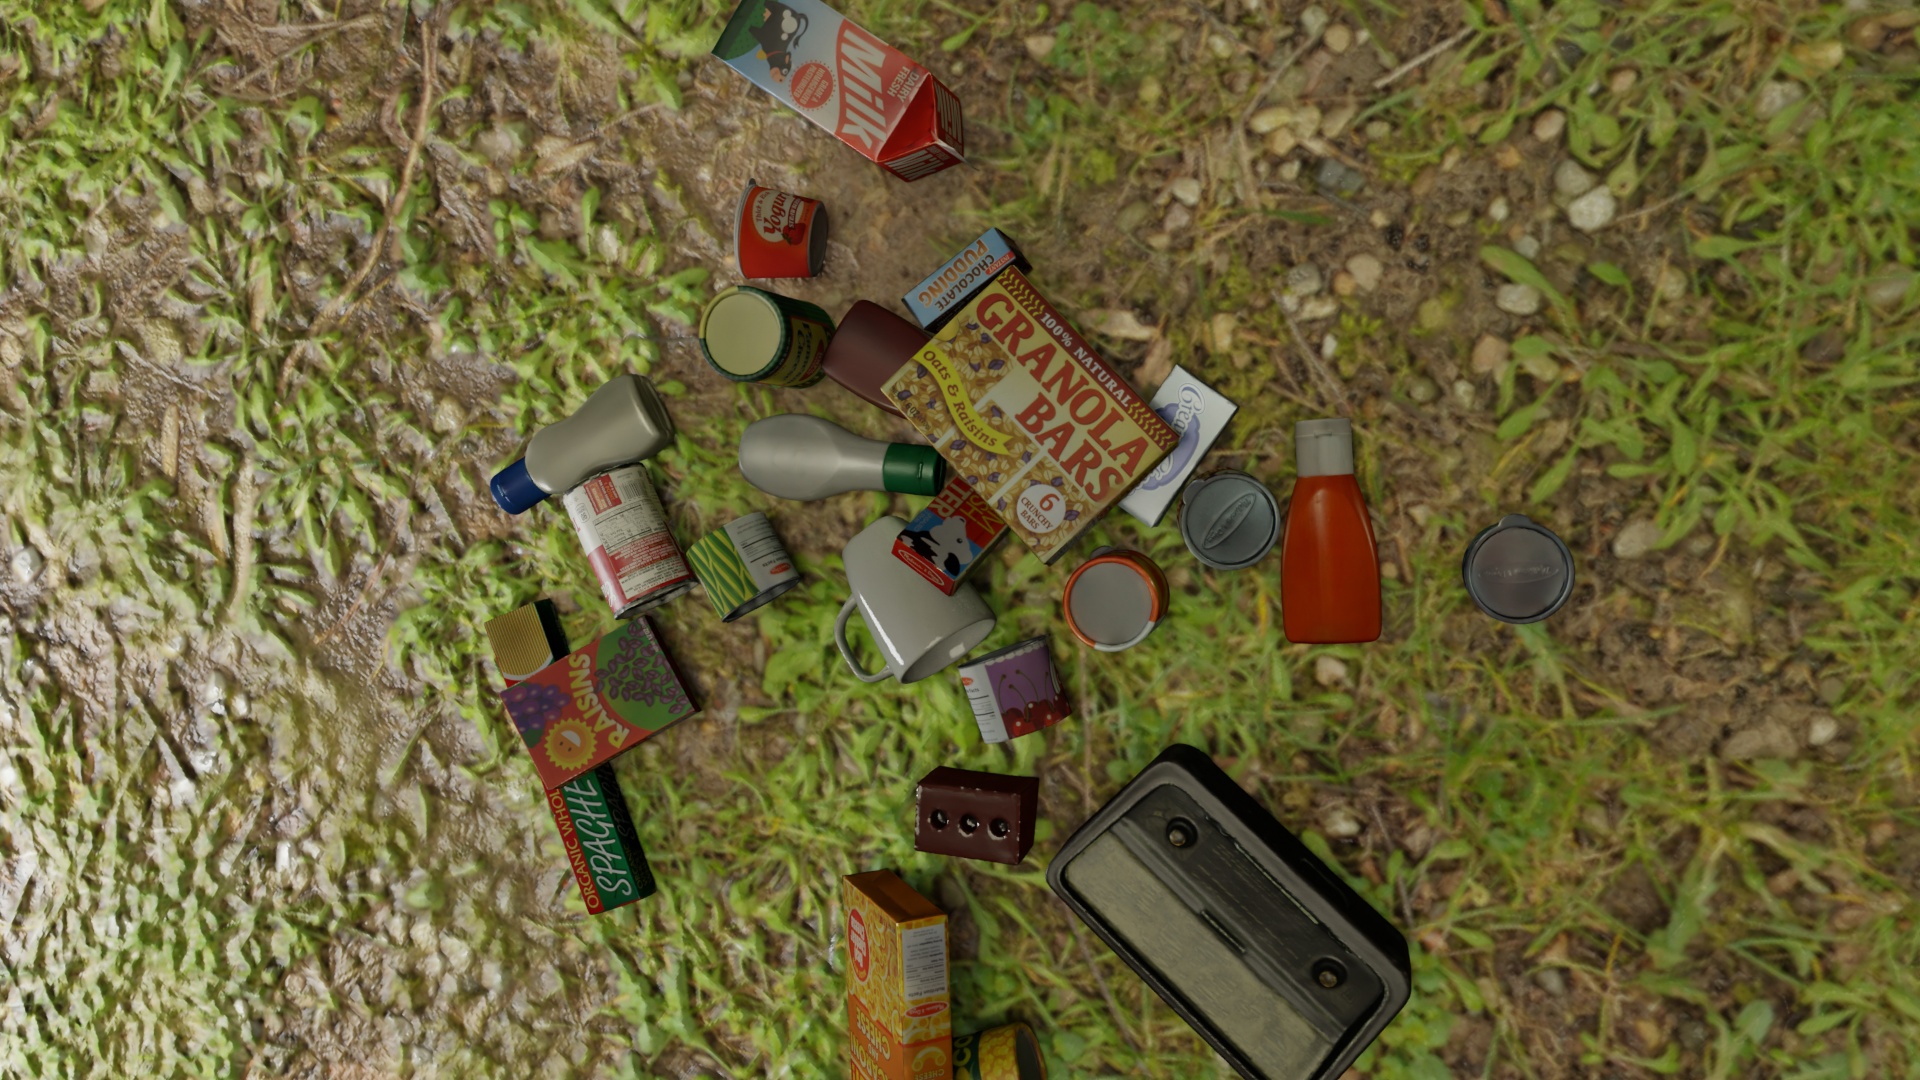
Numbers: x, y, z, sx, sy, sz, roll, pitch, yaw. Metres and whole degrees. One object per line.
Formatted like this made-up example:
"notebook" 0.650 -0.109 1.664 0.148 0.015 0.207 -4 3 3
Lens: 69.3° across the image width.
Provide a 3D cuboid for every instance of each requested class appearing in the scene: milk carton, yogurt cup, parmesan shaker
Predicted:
"milk carton" -0.071 -0.317 0.978 0.191 0.072 0.073 36 101 11
"yogurt cup" -0.129 -0.221 1.005 0.054 0.072 0.072 8 95 7
"parmesan shaker" -0.136 -0.141 0.989 0.071 0.103 0.071 1 94 15

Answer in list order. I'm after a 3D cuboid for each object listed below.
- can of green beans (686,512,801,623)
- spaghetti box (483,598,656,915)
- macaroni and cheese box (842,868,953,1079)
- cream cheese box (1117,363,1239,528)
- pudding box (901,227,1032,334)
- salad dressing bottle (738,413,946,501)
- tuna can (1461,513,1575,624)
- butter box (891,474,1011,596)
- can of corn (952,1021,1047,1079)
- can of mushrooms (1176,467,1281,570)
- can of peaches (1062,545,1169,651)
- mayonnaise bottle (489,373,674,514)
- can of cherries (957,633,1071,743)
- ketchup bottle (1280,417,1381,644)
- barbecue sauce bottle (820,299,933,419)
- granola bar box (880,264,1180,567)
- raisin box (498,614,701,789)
"can of green beans" -0.160 0.019 1.024 0.071 0.071 0.058 -32 84 15
"spaghetti box" -0.306 0.170 1.091 0.050 0.029 0.250 -21 87 15
"macaroni and cheese box" -0.044 0.331 0.982 0.040 0.123 0.166 -4 93 -22
"cream cheese box" 0.142 -0.065 0.959 0.053 0.024 0.103 36 102 9
"pudding box" 0.005 -0.181 0.977 0.083 0.050 0.030 -35 82 14
"salad dressing bottle" -0.086 -0.057 1.012 0.148 0.044 0.064 7 93 14
"tuna can" 0.359 0.017 0.899 0.071 0.033 0.071 1 93 15
"butter box" 0.003 -0.012 0.967 0.053 0.104 0.024 36 146 11
"can of corn" 0.024 0.381 0.993 0.058 0.071 0.071 -19 88 15
"can of mushrooms" 0.179 -0.017 0.938 0.071 0.033 0.071 0 101 2
"can of peaches" 0.106 0.039 0.956 0.071 0.058 0.071 1 94 15
"mayonnaise bottle" -0.295 -0.069 1.070 0.148 0.041 0.065 -28 84 16
"can of cherries" 0.041 0.104 0.975 0.071 0.071 0.058 -21 88 16
"ketchup bottle" 0.244 -0.006 0.923 0.065 0.043 0.148 -3 92 15
"barbecue sauce bottle" -0.024 -0.111 0.991 0.149 0.043 0.065 32 94 11
"granola bar box" 0.047 -0.084 0.937 0.124 0.039 0.165 -43 82 2
"raisin box" -0.273 0.122 1.055 0.123 0.040 0.086 -29 86 -6
